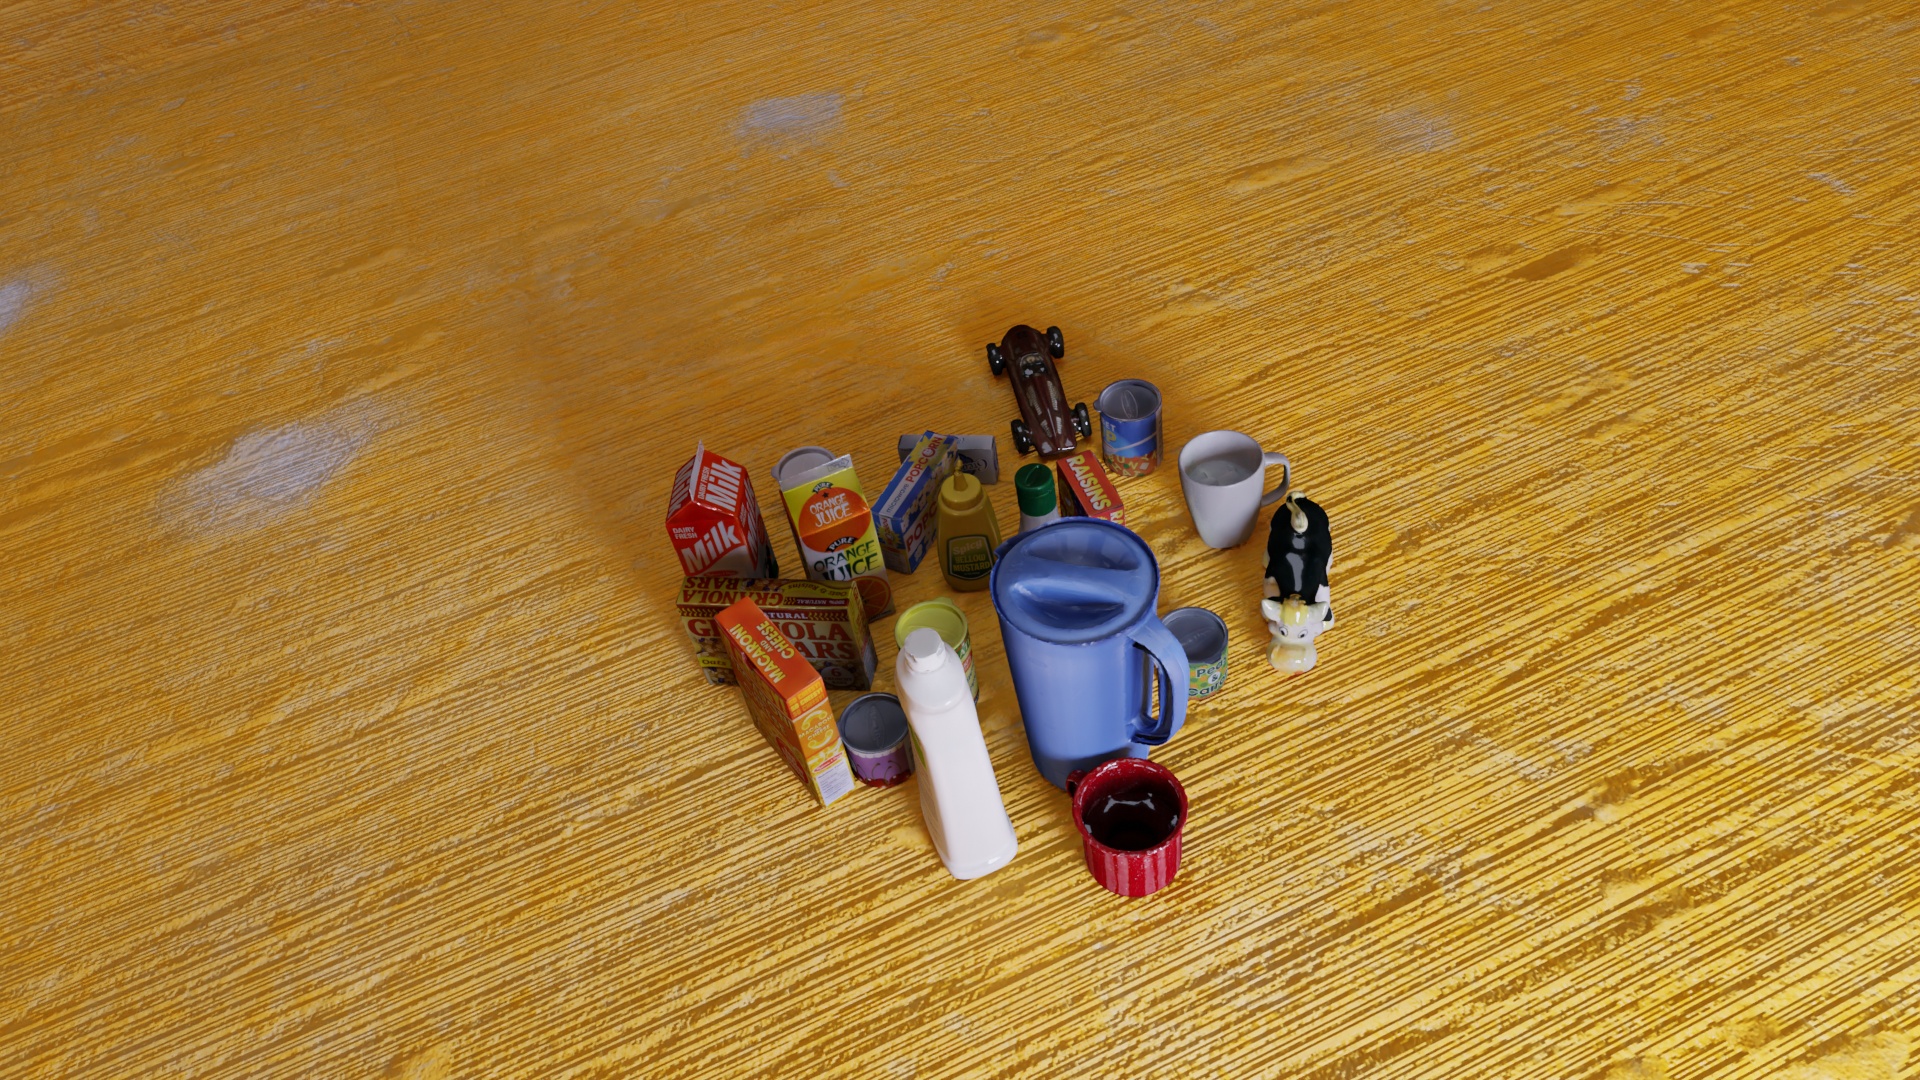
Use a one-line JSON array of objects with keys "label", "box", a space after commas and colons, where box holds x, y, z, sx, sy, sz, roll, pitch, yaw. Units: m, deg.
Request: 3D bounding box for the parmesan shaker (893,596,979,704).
[{"label": "parmesan shaker", "box": [-0.019, 0.111, 1.274, 0.071, 0.102, 0.072, -5, 47, 5]}]

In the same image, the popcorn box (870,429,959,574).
[{"label": "popcorn box", "box": [-0.043, -0.039, 1.431, 0.038, 0.084, 0.127, 16, 52, 23]}]

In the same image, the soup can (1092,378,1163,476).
[{"label": "soup can", "box": [0.178, -0.118, 1.468, 0.071, 0.083, 0.072, -5, 47, 5]}]

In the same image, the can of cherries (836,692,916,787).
[{"label": "can of cherries", "box": [-0.075, 0.180, 1.249, 0.071, 0.058, 0.072, -5, 47, 5]}]

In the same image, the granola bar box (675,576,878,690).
[{"label": "granola bar box", "box": [-0.171, 0.089, 1.306, 0.165, 0.123, 0.039, 1, 48, 11]}]

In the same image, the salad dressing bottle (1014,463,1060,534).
[{"label": "salad dressing bottle", "box": [0.078, -0.011, 1.341, 0.044, 0.146, 0.064, 17, 53, 24]}]

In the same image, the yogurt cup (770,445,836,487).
[{"label": "yogurt cup", "box": [-0.161, -0.060, 1.492, 0.072, 0.053, 0.073, -5, 47, 5]}]

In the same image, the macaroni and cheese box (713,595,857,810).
[{"label": "macaroni and cheese box", "box": [-0.153, 0.145, 1.221, 0.040, 0.165, 0.124, -33, 50, -20]}]

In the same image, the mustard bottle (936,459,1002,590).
[{"label": "mustard bottle", "box": [0.005, -0.017, 1.350, 0.065, 0.159, 0.049, -7, 47, 3]}]

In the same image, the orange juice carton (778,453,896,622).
[{"label": "orange juice carton", "box": [-0.121, -0.002, 1.336, 0.072, 0.191, 0.073, -21, 47, -10]}]

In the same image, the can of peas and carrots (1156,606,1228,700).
[{"label": "can of peas and carrots", "box": [0.213, 0.105, 1.270, 0.071, 0.058, 0.071, -5, 47, 5]}]

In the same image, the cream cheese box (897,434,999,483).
[{"label": "cream cheese box", "box": [-0.012, -0.087, 1.493, 0.104, 0.053, 0.024, 1, 48, 11]}]

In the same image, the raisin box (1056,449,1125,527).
[{"label": "raisin box", "box": [0.130, -0.015, 1.352, 0.040, 0.122, 0.086, -18, 47, -7]}]

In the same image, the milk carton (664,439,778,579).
[{"label": "milk carton", "box": [-0.236, -0.007, 1.362, 0.073, 0.189, 0.073, -5, 47, 5]}]
